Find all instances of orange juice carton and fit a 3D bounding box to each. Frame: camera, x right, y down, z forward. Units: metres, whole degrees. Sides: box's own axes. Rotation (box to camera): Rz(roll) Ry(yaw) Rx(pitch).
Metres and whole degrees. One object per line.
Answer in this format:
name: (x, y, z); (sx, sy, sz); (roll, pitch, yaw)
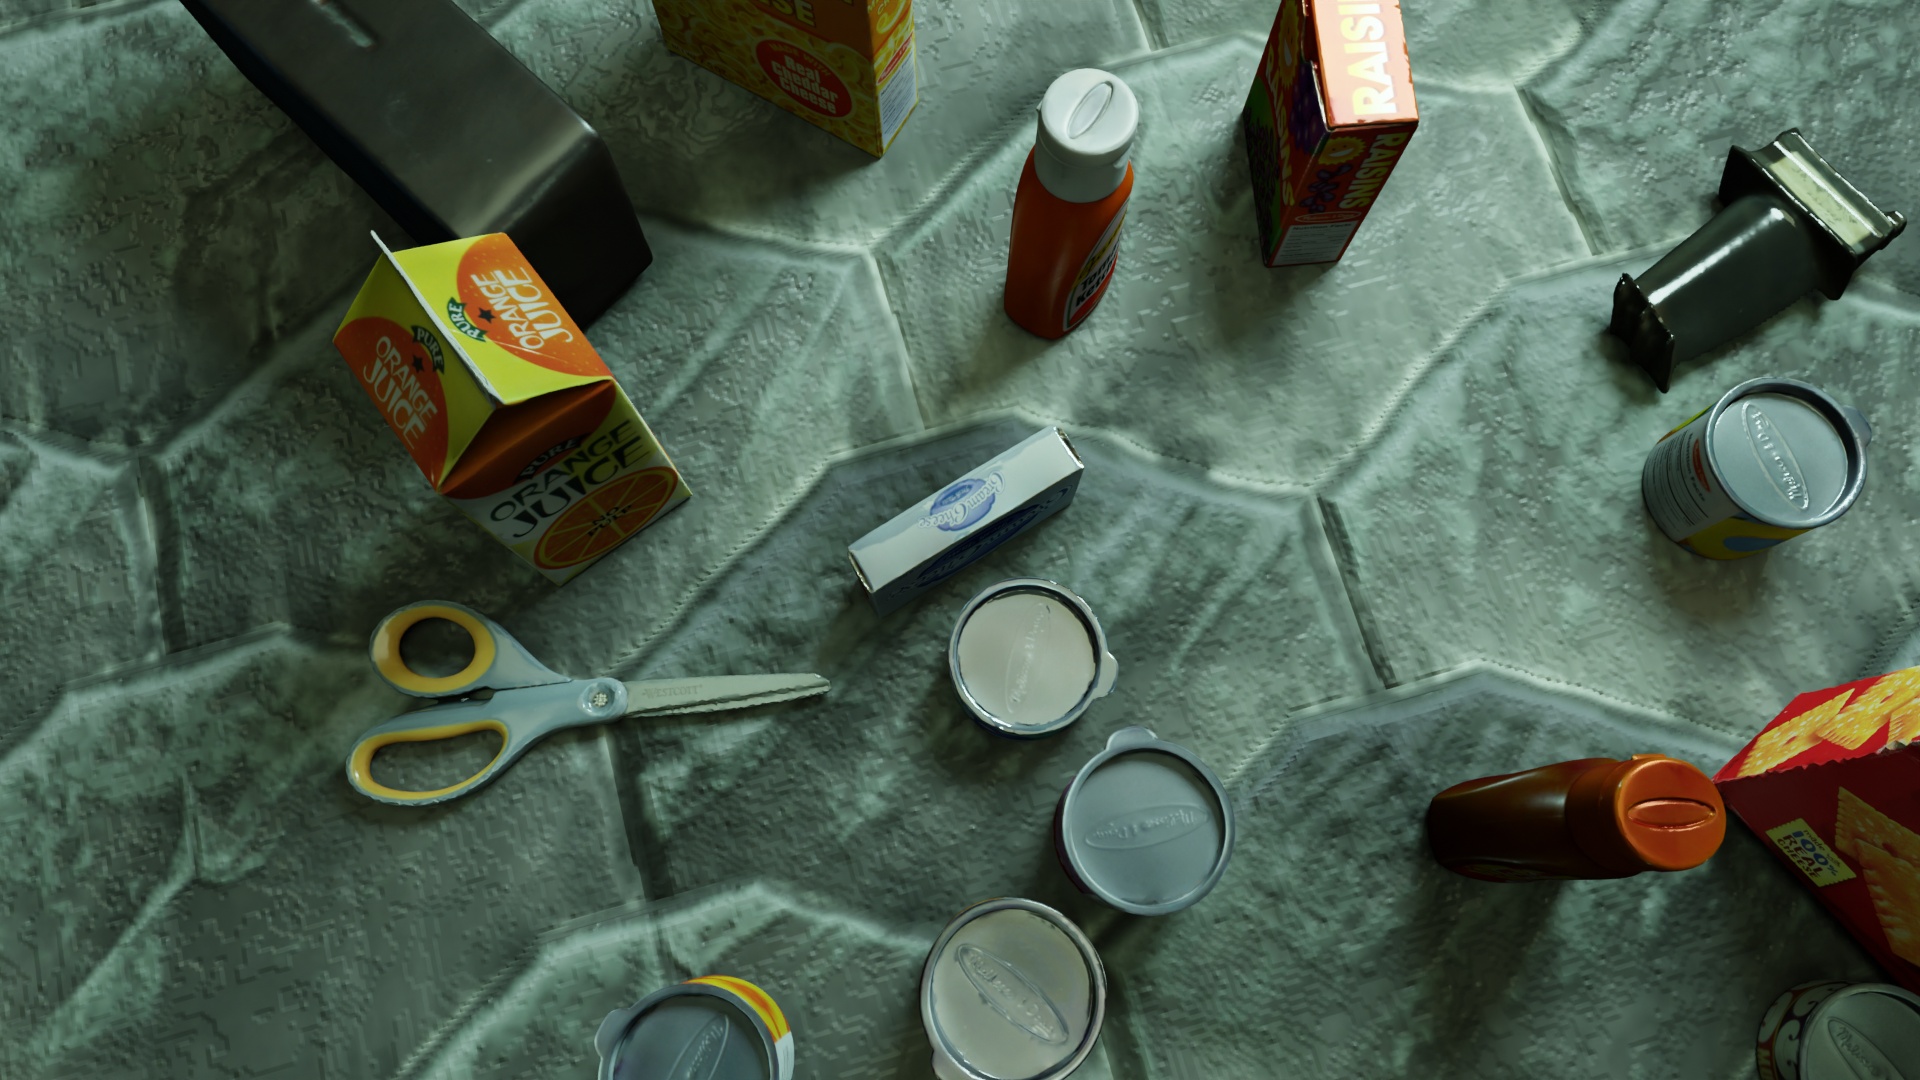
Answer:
orange juice carton: (-0.168, -0.050, 0.530); (0.073, 0.192, 0.072); (-36, 79, -8)

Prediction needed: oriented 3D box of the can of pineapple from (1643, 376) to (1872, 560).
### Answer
can of pineapple: (0.340, -0.029, 0.595); (0.071, 0.057, 0.071); (0, 75, 0)

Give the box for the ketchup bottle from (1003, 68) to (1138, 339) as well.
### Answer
ketchup bottle: (0.046, -0.139, 0.577); (0.043, 0.148, 0.065); (32, 78, 8)

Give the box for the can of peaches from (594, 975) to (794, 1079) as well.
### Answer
can of peaches: (-0.101, 0.201, 0.533); (0.071, 0.058, 0.071); (0, 75, 0)

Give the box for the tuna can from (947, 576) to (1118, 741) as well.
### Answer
tuna can: (0.030, 0.051, 0.586); (0.071, 0.032, 0.071); (0, 75, 0)

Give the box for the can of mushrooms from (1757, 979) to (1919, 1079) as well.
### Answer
can of mushrooms: (0.352, 0.209, 0.545); (0.071, 0.033, 0.071); (0, 75, 0)

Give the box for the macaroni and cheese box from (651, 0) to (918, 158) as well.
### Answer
macaroni and cheese box: (-0.081, -0.246, 0.595); (0.124, 0.166, 0.040); (29, 78, 7)

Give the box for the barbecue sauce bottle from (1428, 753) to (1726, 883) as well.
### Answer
barbecue sauce bottle: (0.226, 0.104, 0.513); (0.065, 0.148, 0.044); (0, 76, 0)

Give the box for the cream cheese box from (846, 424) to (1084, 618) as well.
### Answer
cream cheese box: (0.002, -0.007, 0.591); (0.104, 0.053, 0.024); (-31, 78, -8)

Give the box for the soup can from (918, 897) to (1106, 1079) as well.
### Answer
soup can: (0.017, 0.172, 0.528); (0.071, 0.083, 0.071); (0, 76, 0)

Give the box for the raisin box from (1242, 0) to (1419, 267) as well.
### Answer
raisin box: (0.156, -0.185, 0.602); (0.040, 0.123, 0.086); (-3, 76, -1)

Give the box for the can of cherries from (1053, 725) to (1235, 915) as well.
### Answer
can of cherries: (0.072, 0.113, 0.557); (0.071, 0.058, 0.071); (0, 75, 0)
